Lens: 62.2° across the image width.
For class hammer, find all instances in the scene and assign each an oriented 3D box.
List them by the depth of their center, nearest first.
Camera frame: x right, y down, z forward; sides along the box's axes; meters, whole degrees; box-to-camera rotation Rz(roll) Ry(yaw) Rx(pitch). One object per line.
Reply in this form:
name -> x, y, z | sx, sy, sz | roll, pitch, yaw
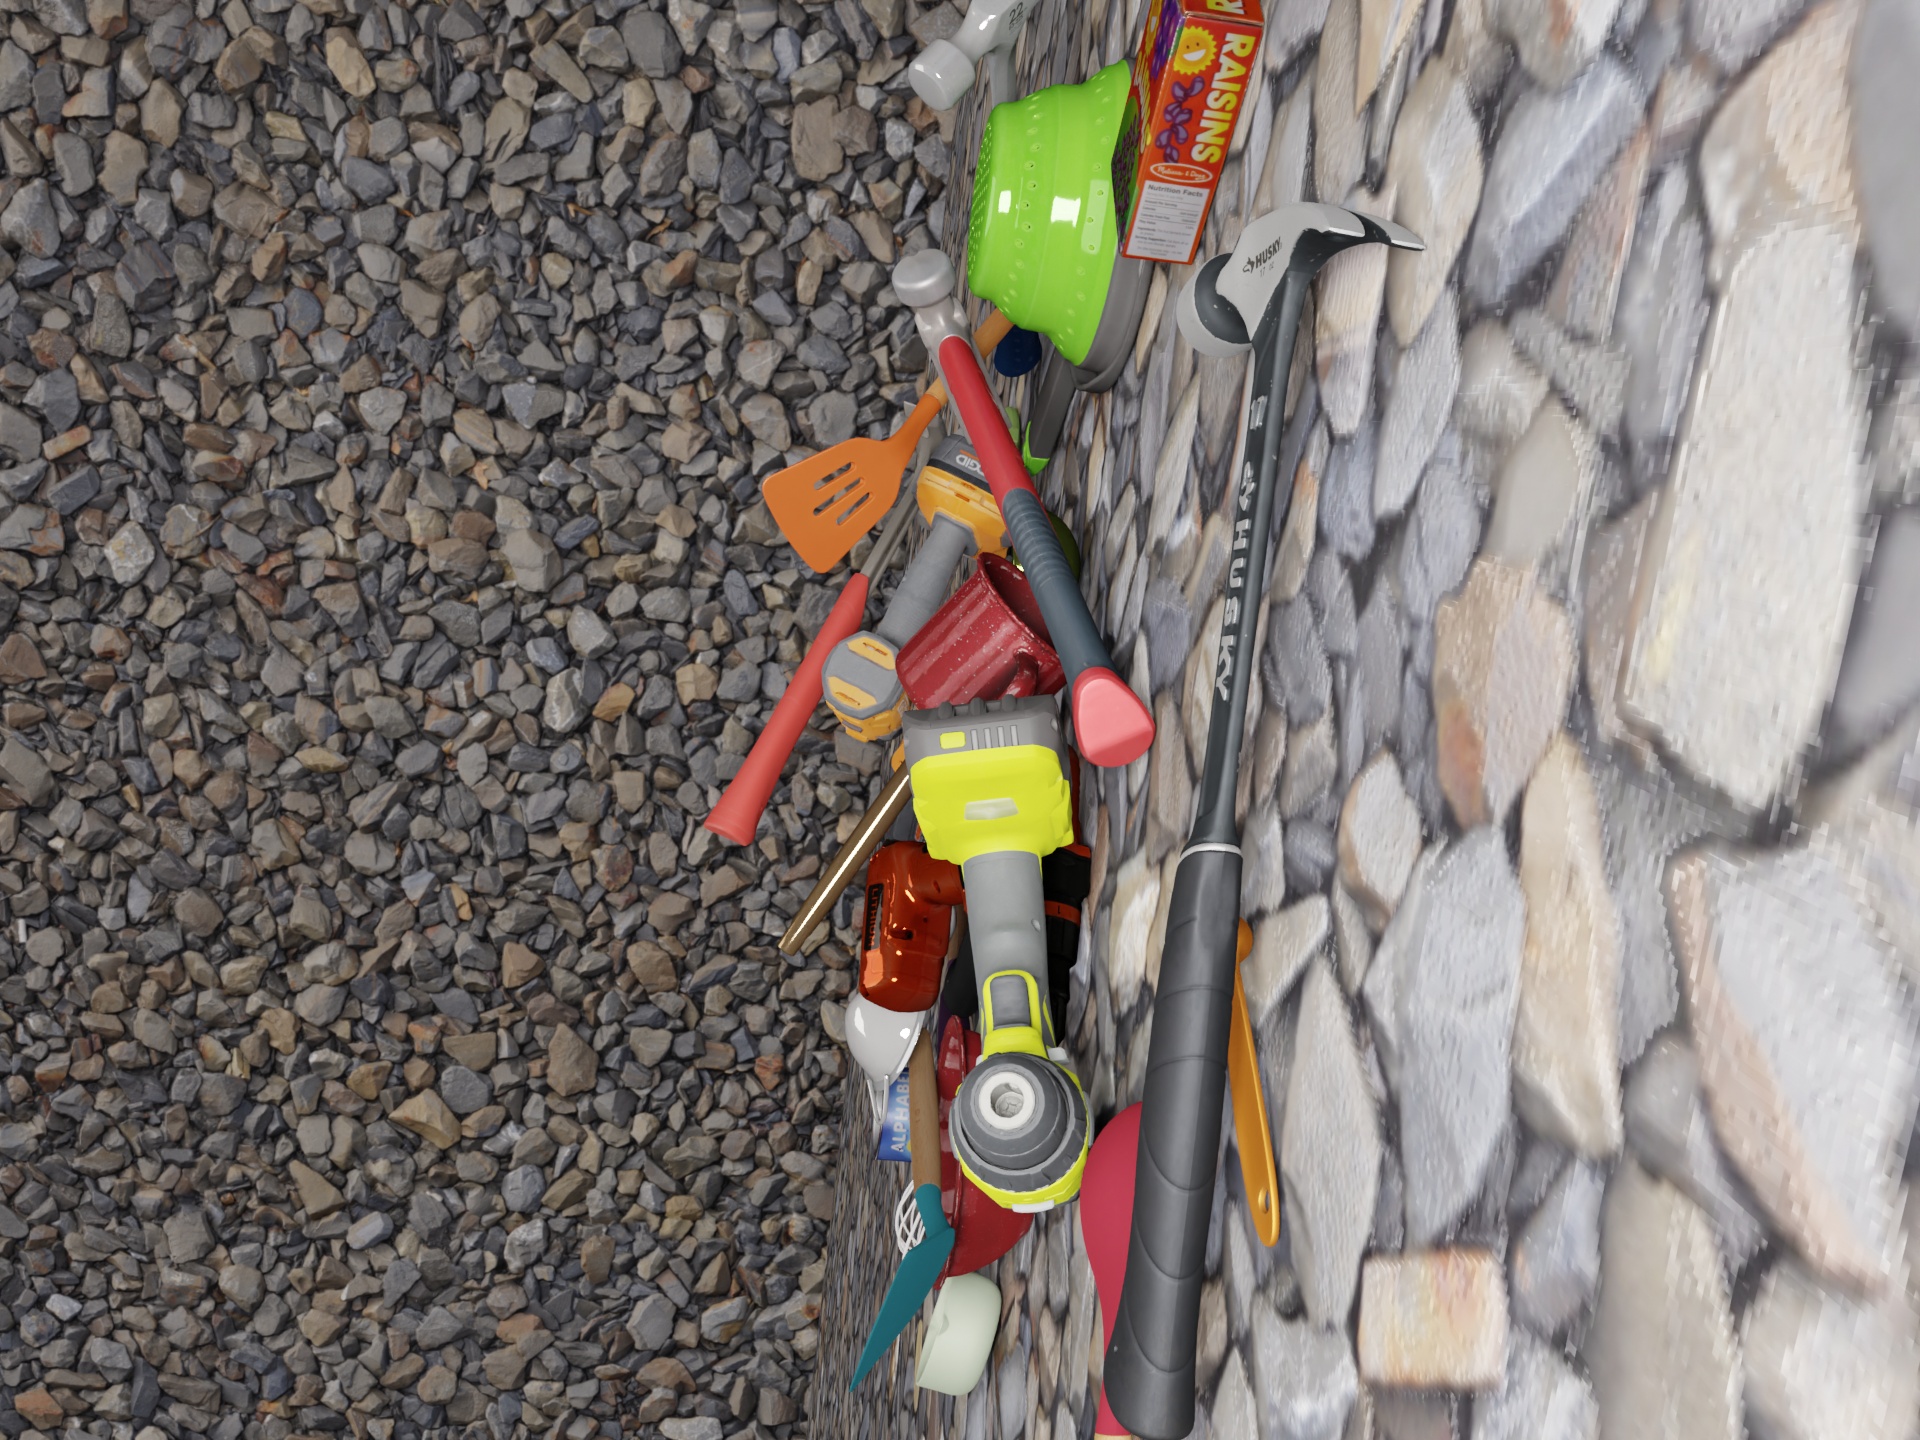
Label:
hammer -> 0.088, 0.029, 0.529 | 0.149, 0.036, 0.409 | 175, 102, -80
hammer -> 0.037, -0.111, 0.891 | 0.143, 0.038, 0.387 | 62, -173, -46
hammer -> 0.039, -0.359, 1.099 | 0.144, 0.035, 0.405 | -49, -14, -11
hammer -> 0.024, 0.134, 1.115 | 0.334, 0.035, 0.146 | 105, 170, -56
hammer -> -0.097, -0.069, 1.220 | 0.359, 0.037, 0.149 | -62, -15, -20

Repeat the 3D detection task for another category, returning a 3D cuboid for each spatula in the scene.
spatula -> -0.029, 0.254, 0.917 | 0.318, 0.044, 0.082 | -99, 28, -73
spatula -> -0.013, -0.235, 1.091 | 0.323, 0.041, 0.080 | -53, -49, -25
spatula -> -0.001, 0.186, 1.333 | 0.059, 0.018, 0.316 | 57, -158, -34

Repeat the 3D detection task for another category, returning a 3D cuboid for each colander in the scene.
colander -> 0.045, -0.271, 1.016 | 0.397, 0.094, 0.205 | 110, 164, -67

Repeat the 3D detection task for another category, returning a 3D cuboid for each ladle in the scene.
ladle -> 0.062, 0.312, 0.634 | 0.069, 0.031, 0.316 | 107, 166, -73
ladle -> -0.026, 0.006, 0.993 | 0.320, 0.062, 0.078 | -55, 2, -3

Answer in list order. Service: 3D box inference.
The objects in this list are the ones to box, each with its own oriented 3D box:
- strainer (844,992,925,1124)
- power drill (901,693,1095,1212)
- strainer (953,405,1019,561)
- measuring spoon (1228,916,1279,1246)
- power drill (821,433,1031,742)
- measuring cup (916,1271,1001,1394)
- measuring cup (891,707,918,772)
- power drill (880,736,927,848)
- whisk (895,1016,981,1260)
strainer -> -0.029, 0.142, 1.070 | 0.087, 0.050, 0.259 | -34, 29, 56
power drill -> 0.021, 0.108, 0.740 | 0.190, 0.080, 0.229 | 74, -170, -68
strainer -> 0.001, -0.161, 1.450 | 0.152, 0.069, 0.256 | -101, 20, -70
measuring spoon -> 0.100, 0.119, 0.539 | 0.021, 0.011, 0.117 | 113, 159, -54
power drill -> -0.028, -0.086, 1.220 | 0.226, 0.084, 0.185 | -62, -8, -8
measuring cup -> 0.016, 0.351, 1.030 | 0.083, 0.038, 0.168 | 106, -175, -68
measuring cup -> -0.002, -0.004, 1.146 | 0.052, 0.095, 0.173 | -38, -2, -31
power drill -> -0.025, 0.085, 1.315 | 0.226, 0.084, 0.164 | 125, 159, -78
whisk -> 0.004, 0.269, 1.065 | 0.059, 0.058, 0.246 | -8, -60, -53
